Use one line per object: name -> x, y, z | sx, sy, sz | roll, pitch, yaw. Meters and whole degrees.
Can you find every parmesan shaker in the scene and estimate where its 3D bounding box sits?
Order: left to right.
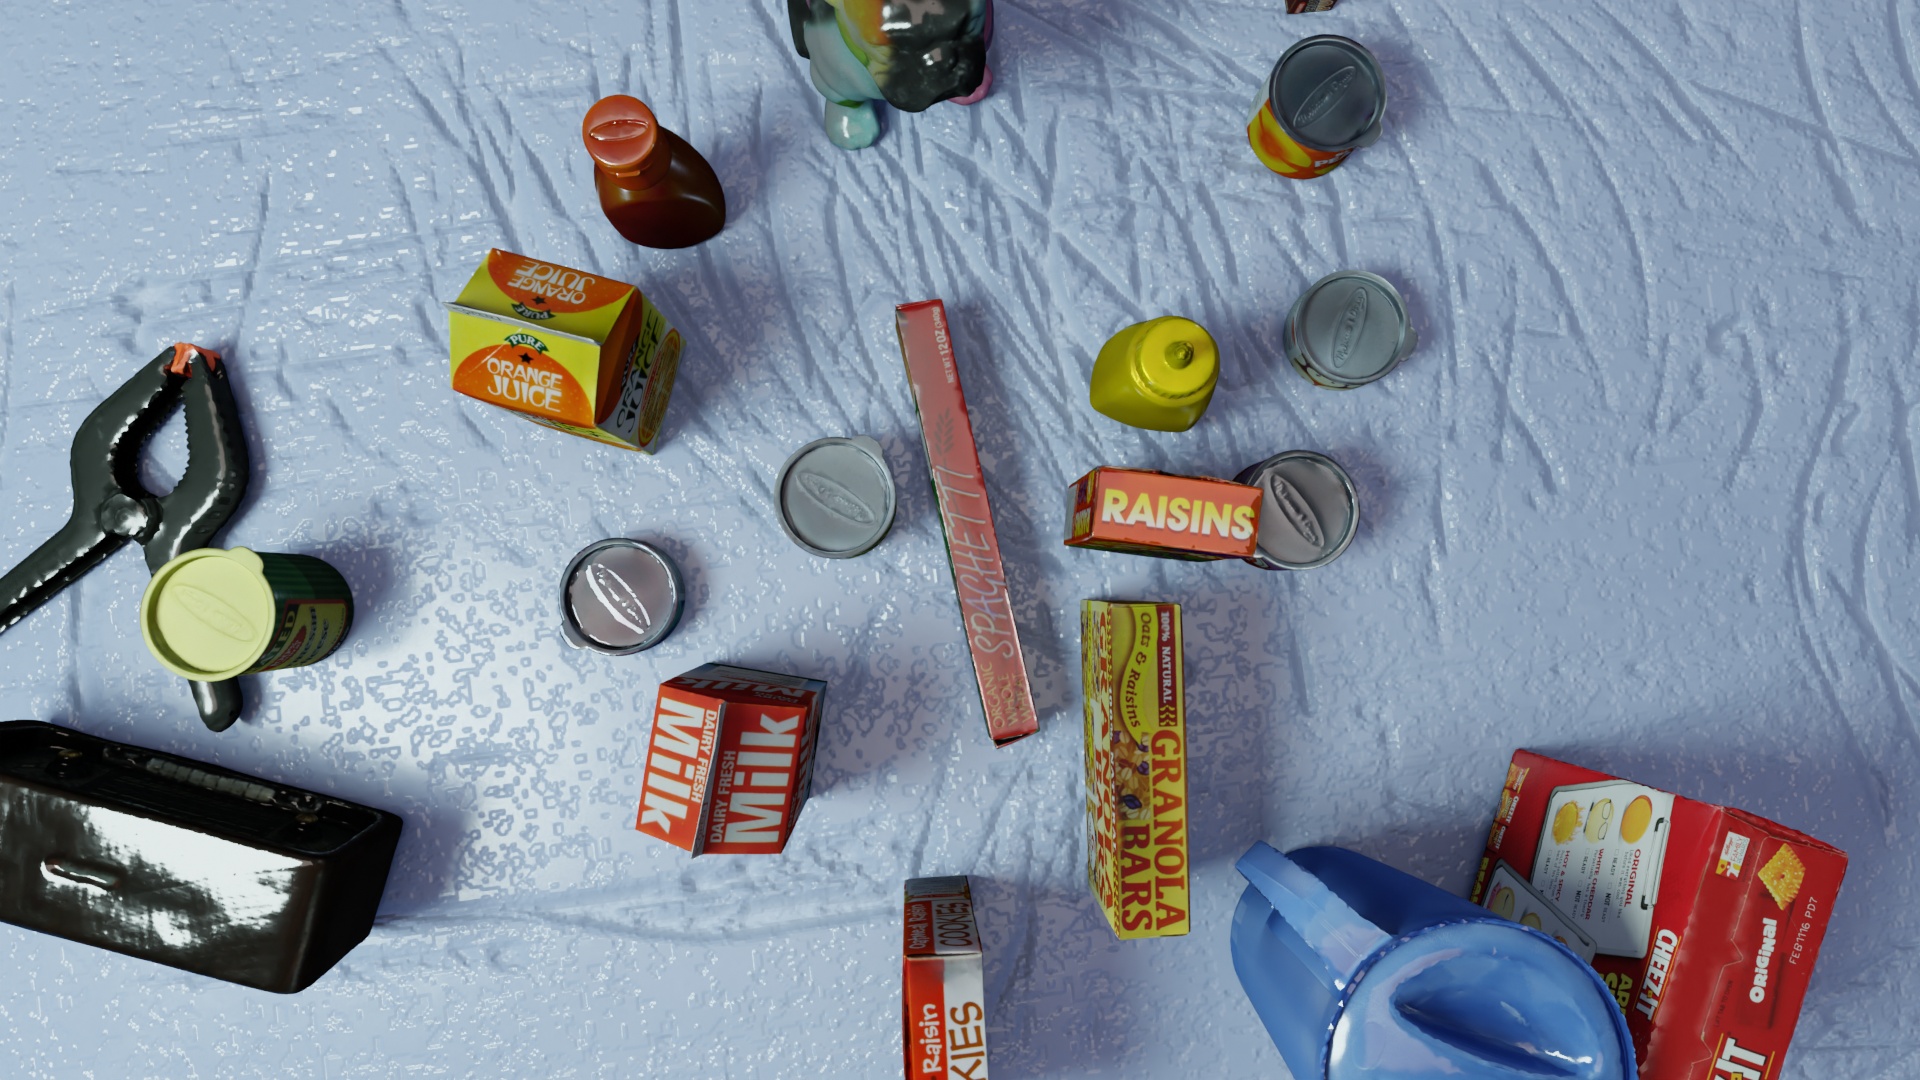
parmesan shaker -> -0.374, 0.036, 0.740 | 0.071, 0.103, 0.071 | 0, 88, -2

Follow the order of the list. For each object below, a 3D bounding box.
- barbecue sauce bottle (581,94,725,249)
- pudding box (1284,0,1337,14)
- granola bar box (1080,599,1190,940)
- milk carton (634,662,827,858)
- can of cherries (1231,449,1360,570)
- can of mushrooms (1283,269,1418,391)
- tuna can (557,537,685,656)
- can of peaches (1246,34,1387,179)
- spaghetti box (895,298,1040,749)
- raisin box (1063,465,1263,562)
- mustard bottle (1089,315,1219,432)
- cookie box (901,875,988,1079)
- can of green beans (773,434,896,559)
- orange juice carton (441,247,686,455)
barbecue sauce bottle -> -0.165, -0.192, 0.734 | 0.065, 0.148, 0.043 | -7, 89, -2
pudding box -> 0.202, -0.355, 0.803 | 0.030, 0.049, 0.083 | -9, 88, -2
granola bar box -> 0.092, 0.114, 0.743 | 0.039, 0.124, 0.165 | -1, 88, -2
milk carton -> -0.114, 0.108, 0.703 | 0.073, 0.190, 0.072 | 9, 88, -2
can of cherries -> 0.182, -0.015, 0.785 | 0.071, 0.058, 0.071 | 0, 88, -2
can of mushrooms -> 0.225, -0.120, 0.803 | 0.071, 0.033, 0.071 | 0, 88, -2
tuna can -> -0.191, 0.033, 0.782 | 0.071, 0.033, 0.071 | 0, 88, -2
can of peaches -> 0.204, -0.245, 0.795 | 0.071, 0.058, 0.071 | 0, 88, -2
spaghetti box -> 0.003, -0.010, 0.782 | 0.029, 0.050, 0.250 | -13, 88, -2
raisin box -> 0.106, -0.013, 0.749 | 0.086, 0.123, 0.040 | 8, 88, -2
mustard bottle -> 0.107, -0.089, 0.734 | 0.065, 0.160, 0.049 | 14, 88, -1
cookie box -> -0.008, 0.251, 0.712 | 0.040, 0.167, 0.123 | -3, 88, -2
can of green beans -> -0.068, -0.022, 0.776 | 0.071, 0.058, 0.071 | 0, 88, -2
orange juice carton -> -0.198, -0.094, 0.707 | 0.072, 0.192, 0.073 | 15, 88, -1
